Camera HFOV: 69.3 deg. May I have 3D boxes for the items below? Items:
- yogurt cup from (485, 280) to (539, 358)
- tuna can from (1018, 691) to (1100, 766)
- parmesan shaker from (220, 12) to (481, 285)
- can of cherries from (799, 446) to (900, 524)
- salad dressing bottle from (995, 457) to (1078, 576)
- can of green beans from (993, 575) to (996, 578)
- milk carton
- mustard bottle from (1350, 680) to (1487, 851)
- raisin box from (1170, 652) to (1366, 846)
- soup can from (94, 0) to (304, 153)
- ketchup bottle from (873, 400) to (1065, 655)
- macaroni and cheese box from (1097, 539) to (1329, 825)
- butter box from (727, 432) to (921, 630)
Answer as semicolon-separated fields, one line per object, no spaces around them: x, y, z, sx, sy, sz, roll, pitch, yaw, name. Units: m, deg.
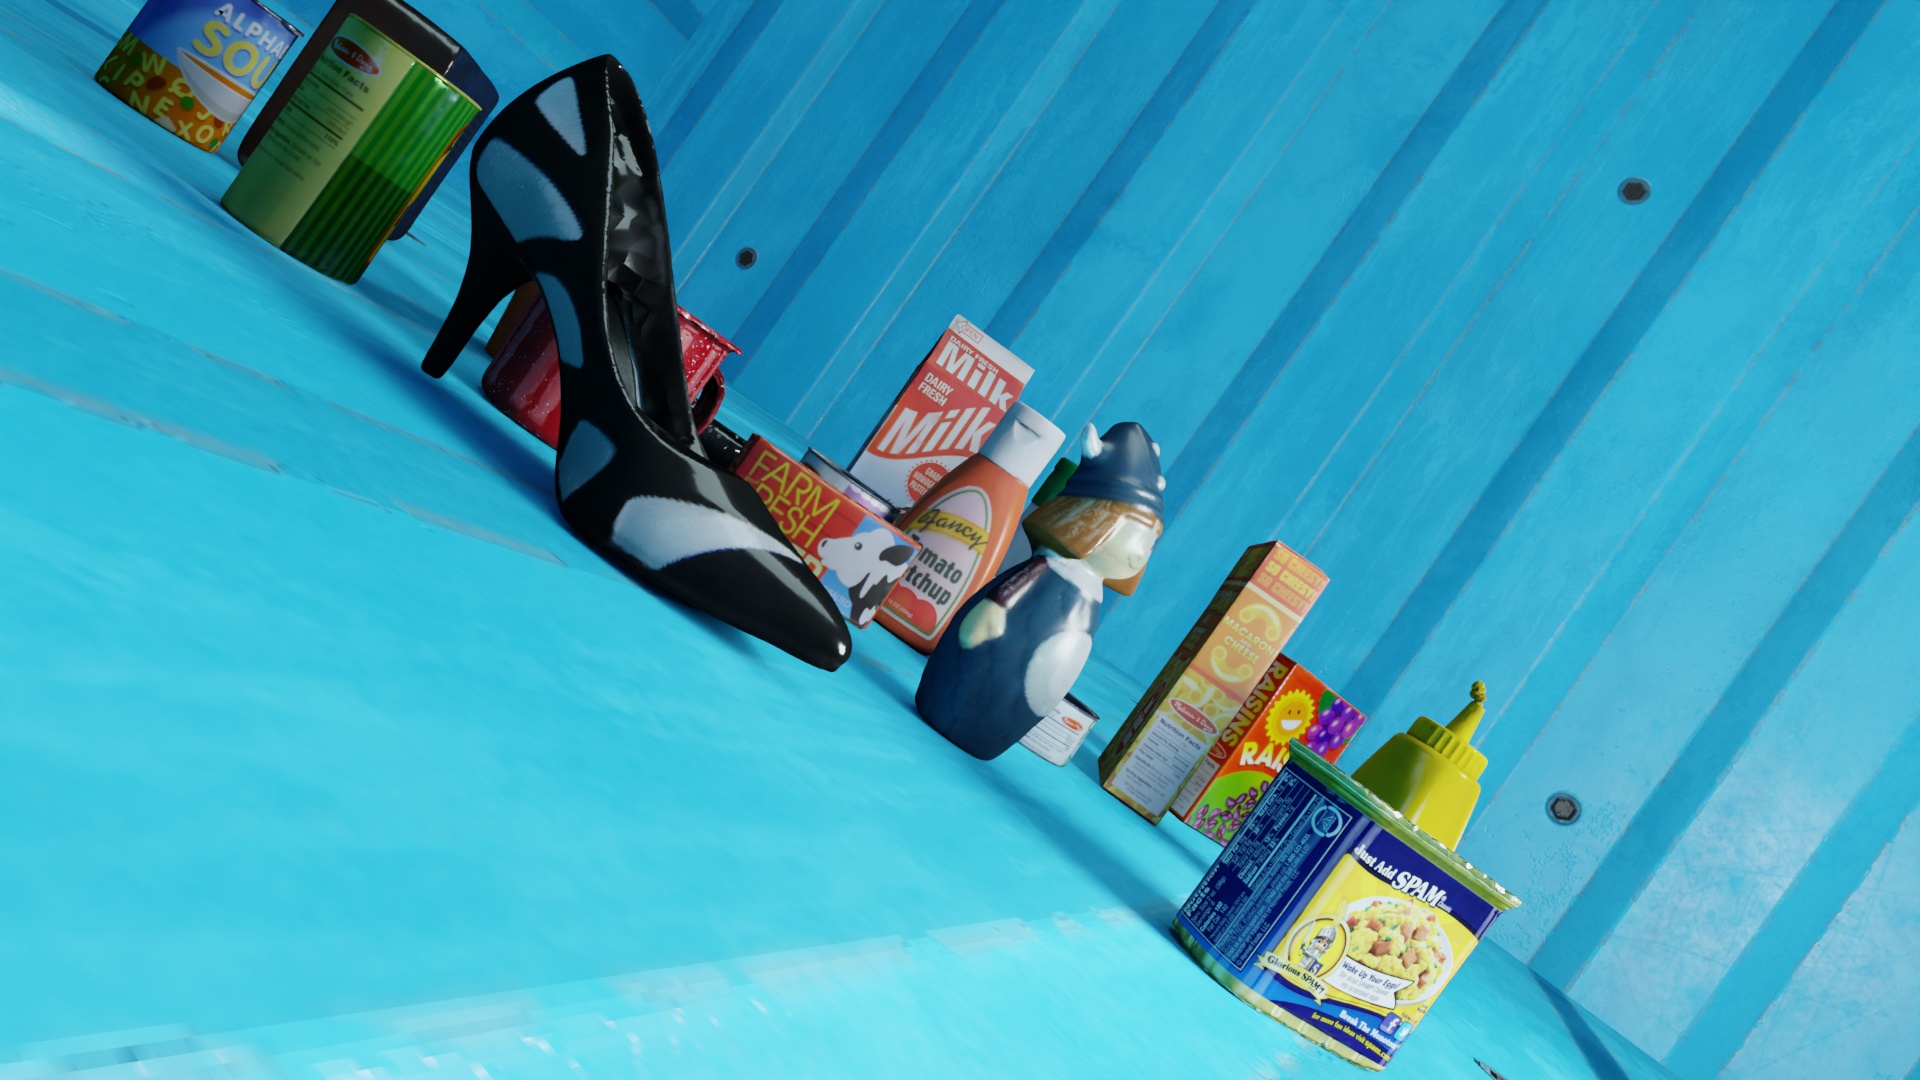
-0.222;-0.111;0.762;0.072;0.054;0.072;35;1;-1;yogurt cup
0.037;0.087;0.736;0.071;0.033;0.071;35;1;-1;tuna can
-0.278;-0.178;0.634;0.071;0.103;0.071;36;1;-1;parmesan shaker
-0.076;-0.011;0.813;0.071;0.058;0.071;35;1;-1;can of cherries
0.040;0.014;0.927;0.044;0.147;0.064;35;1;-11;salad dressing bottle
0.013;0.051;0.846;0.071;0.058;0.071;35;1;-1;can of green beans
-0.029;-0.064;0.990;0.072;0.190;0.073;35;1;-8;milk carton
0.217;0.138;0.687;0.049;0.160;0.065;35;1;-25;mustard bottle
0.195;0.139;0.899;0.086;0.123;0.040;35;1;-32;raisin box
-0.406;-0.259;0.745;0.071;0.084;0.071;36;1;-1;soup can
0.003;-0.010;0.794;0.065;0.149;0.043;36;1;7;ketchup bottle
0.145;0.080;0.814;0.040;0.166;0.123;36;1;5;macaroni and cheese box
-0.076;-0.005;0.701;0.103;0.053;0.024;35;1;-15;butter box
